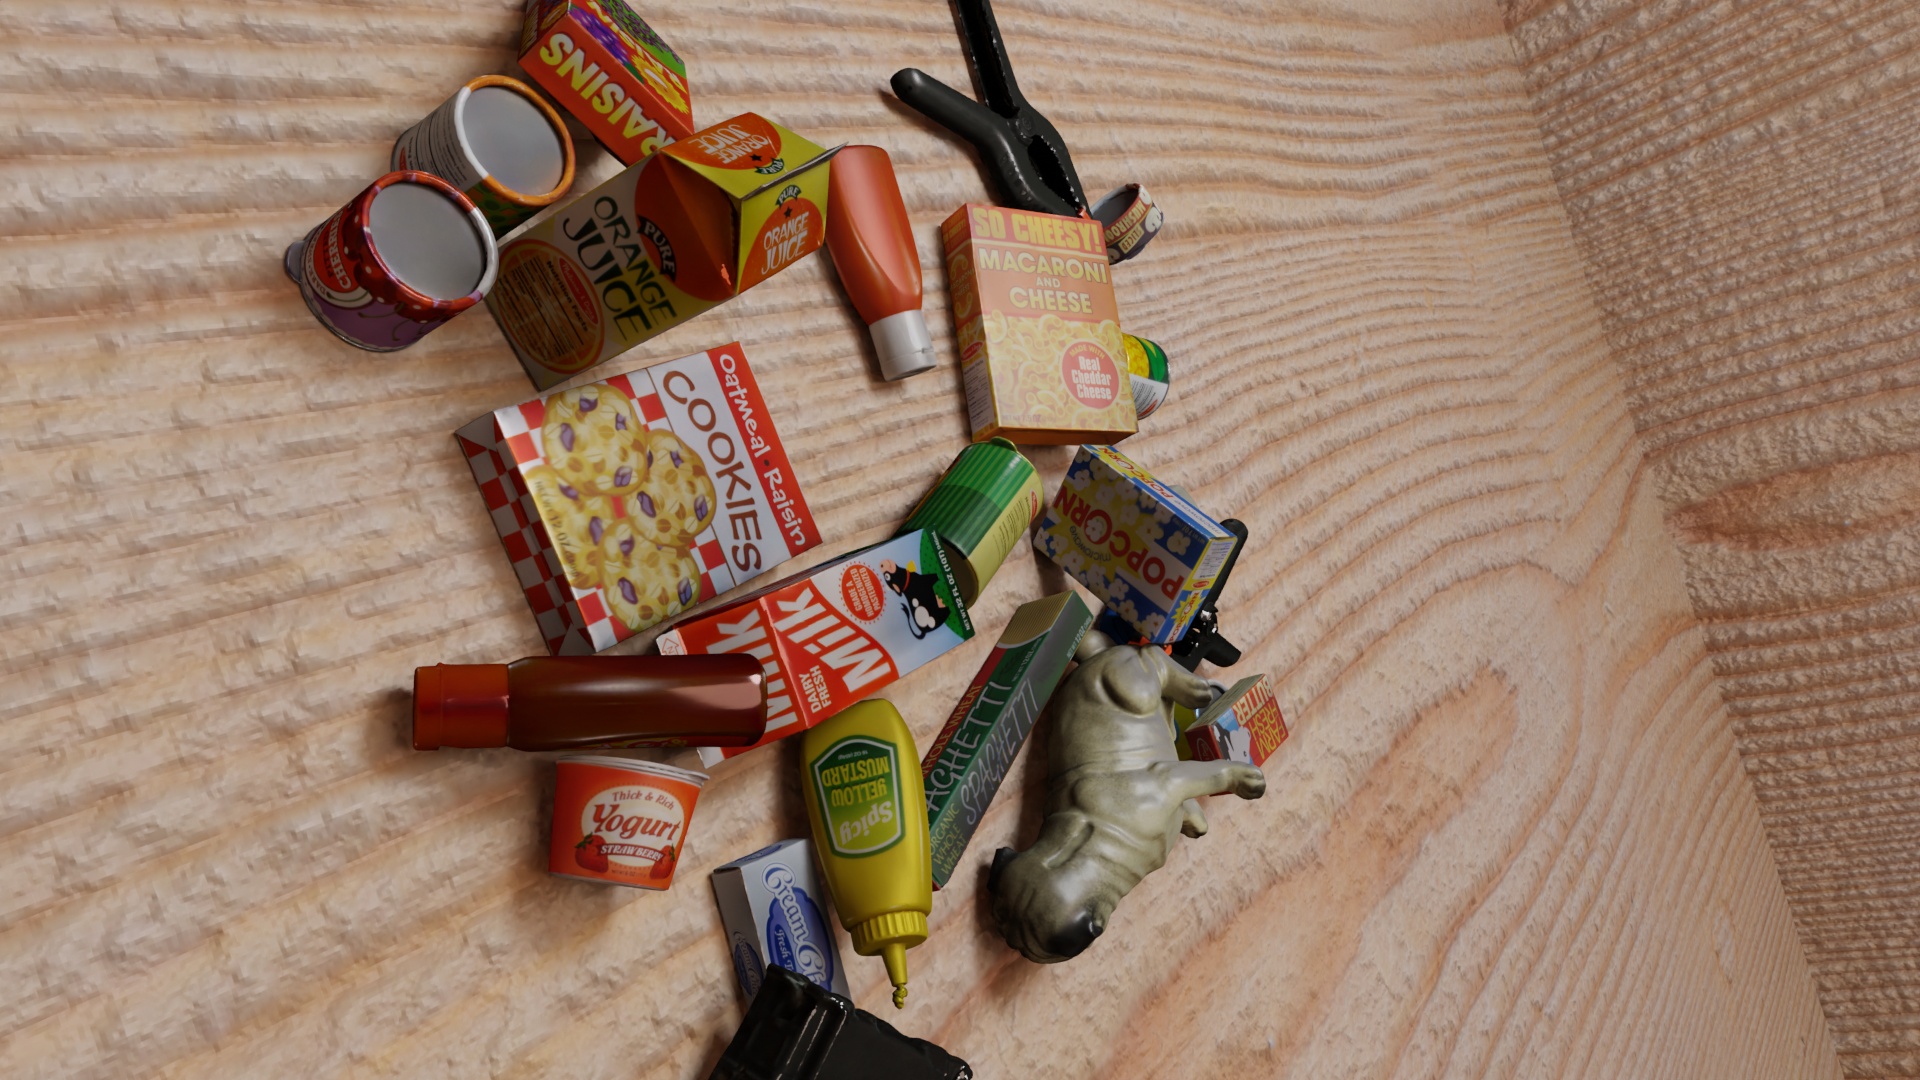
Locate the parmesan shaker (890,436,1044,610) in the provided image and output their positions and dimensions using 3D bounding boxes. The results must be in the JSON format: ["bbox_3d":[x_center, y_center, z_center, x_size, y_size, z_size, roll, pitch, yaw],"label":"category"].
[{"bbox_3d":[0.003,-0.011,0.882,0.071,0.071,0.103,57,41,-18],"label":"parmesan shaker"}]

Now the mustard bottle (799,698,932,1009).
[{"bbox_3d":[-0.044,0.165,0.736,0.048,0.065,0.161,74,2,-63],"label":"mustard bottle"}]

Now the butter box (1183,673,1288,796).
[{"bbox_3d":[0.201,0.139,1.003,0.104,0.024,0.053,-27,97,-52],"label":"butter box"}]

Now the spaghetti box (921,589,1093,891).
[{"bbox_3d":[0.016,0.119,0.862,0.028,0.050,0.251,55,41,-18],"label":"spaghetti box"}]

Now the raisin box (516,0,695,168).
[{"bbox_3d":[-0.185,-0.249,0.727,0.086,0.040,0.124,42,17,-34],"label":"raisin box"}]

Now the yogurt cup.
[{"bbox_3d":[-0.157,0.131,0.639,0.072,0.072,0.054,24,66,-44],"label":"yogurt cup"}]

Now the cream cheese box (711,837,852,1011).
[{"bbox_3d":[-0.090,0.211,0.718,0.053,0.024,0.104,-13,86,-53],"label":"cream cheese box"}]

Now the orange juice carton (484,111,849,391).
[{"bbox_3d":[-0.139,-0.142,0.661,0.072,0.192,0.073,-45,112,-50],"label":"orange juice carton"}]

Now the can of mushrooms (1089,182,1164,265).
[{"bbox_3d":[0.130,-0.257,1.132,0.033,0.071,0.071,47,45,-28],"label":"can of mushrooms"}]

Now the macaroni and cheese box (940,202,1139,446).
[{"bbox_3d":[0.056,-0.152,1.000,0.124,0.040,0.166,0,75,-32],"label":"macaroni and cheese box"}]

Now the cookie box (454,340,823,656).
[{"bbox_3d":[-0.158,-0.025,0.716,0.168,0.040,0.123,-29,99,-50],"label":"cookie box"}]

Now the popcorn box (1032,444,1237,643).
[{"bbox_3d":[0.117,0.001,0.954,0.038,0.085,0.127,-1,33,-47],"label":"popcorn box"}]

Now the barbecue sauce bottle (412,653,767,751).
[{"bbox_3d":[-0.165,0.073,0.622,0.149,0.064,0.043,1,84,-23],"label":"barbecue sauce bottle"}]

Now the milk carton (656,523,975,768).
[{"bbox_3d":[-0.082,0.055,0.749,0.191,0.073,0.072,-25,96,-51],"label":"milk carton"}]

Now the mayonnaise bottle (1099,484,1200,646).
[{"bbox_3d":[0.147,0.023,1.064,0.064,0.041,0.149,59,40,-25],"label":"mayonnaise bottle"}]

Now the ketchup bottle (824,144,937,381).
[{"bbox_3d":[-0.053,-0.179,0.899,0.065,0.043,0.148,-17,90,-51],"label":"ketchup bottle"}]

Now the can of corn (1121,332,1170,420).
[{"bbox_3d":[0.117,-0.130,1.070,0.058,0.071,0.071,5,72,-49],"label":"can of corn"}]

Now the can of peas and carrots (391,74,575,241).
[{"bbox_3d":[-0.229,-0.184,0.676,0.071,0.058,0.071,22,61,-45],"label":"can of peas and carrots"}]

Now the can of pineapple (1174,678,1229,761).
[{"bbox_3d":[0.169,0.141,1.032,0.071,0.057,0.071,22,60,-45],"label":"can of pineapple"}]

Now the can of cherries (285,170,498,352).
[{"bbox_3d":[-0.254,-0.125,0.623,0.071,0.058,0.072,23,59,-45],"label":"can of cherries"}]
